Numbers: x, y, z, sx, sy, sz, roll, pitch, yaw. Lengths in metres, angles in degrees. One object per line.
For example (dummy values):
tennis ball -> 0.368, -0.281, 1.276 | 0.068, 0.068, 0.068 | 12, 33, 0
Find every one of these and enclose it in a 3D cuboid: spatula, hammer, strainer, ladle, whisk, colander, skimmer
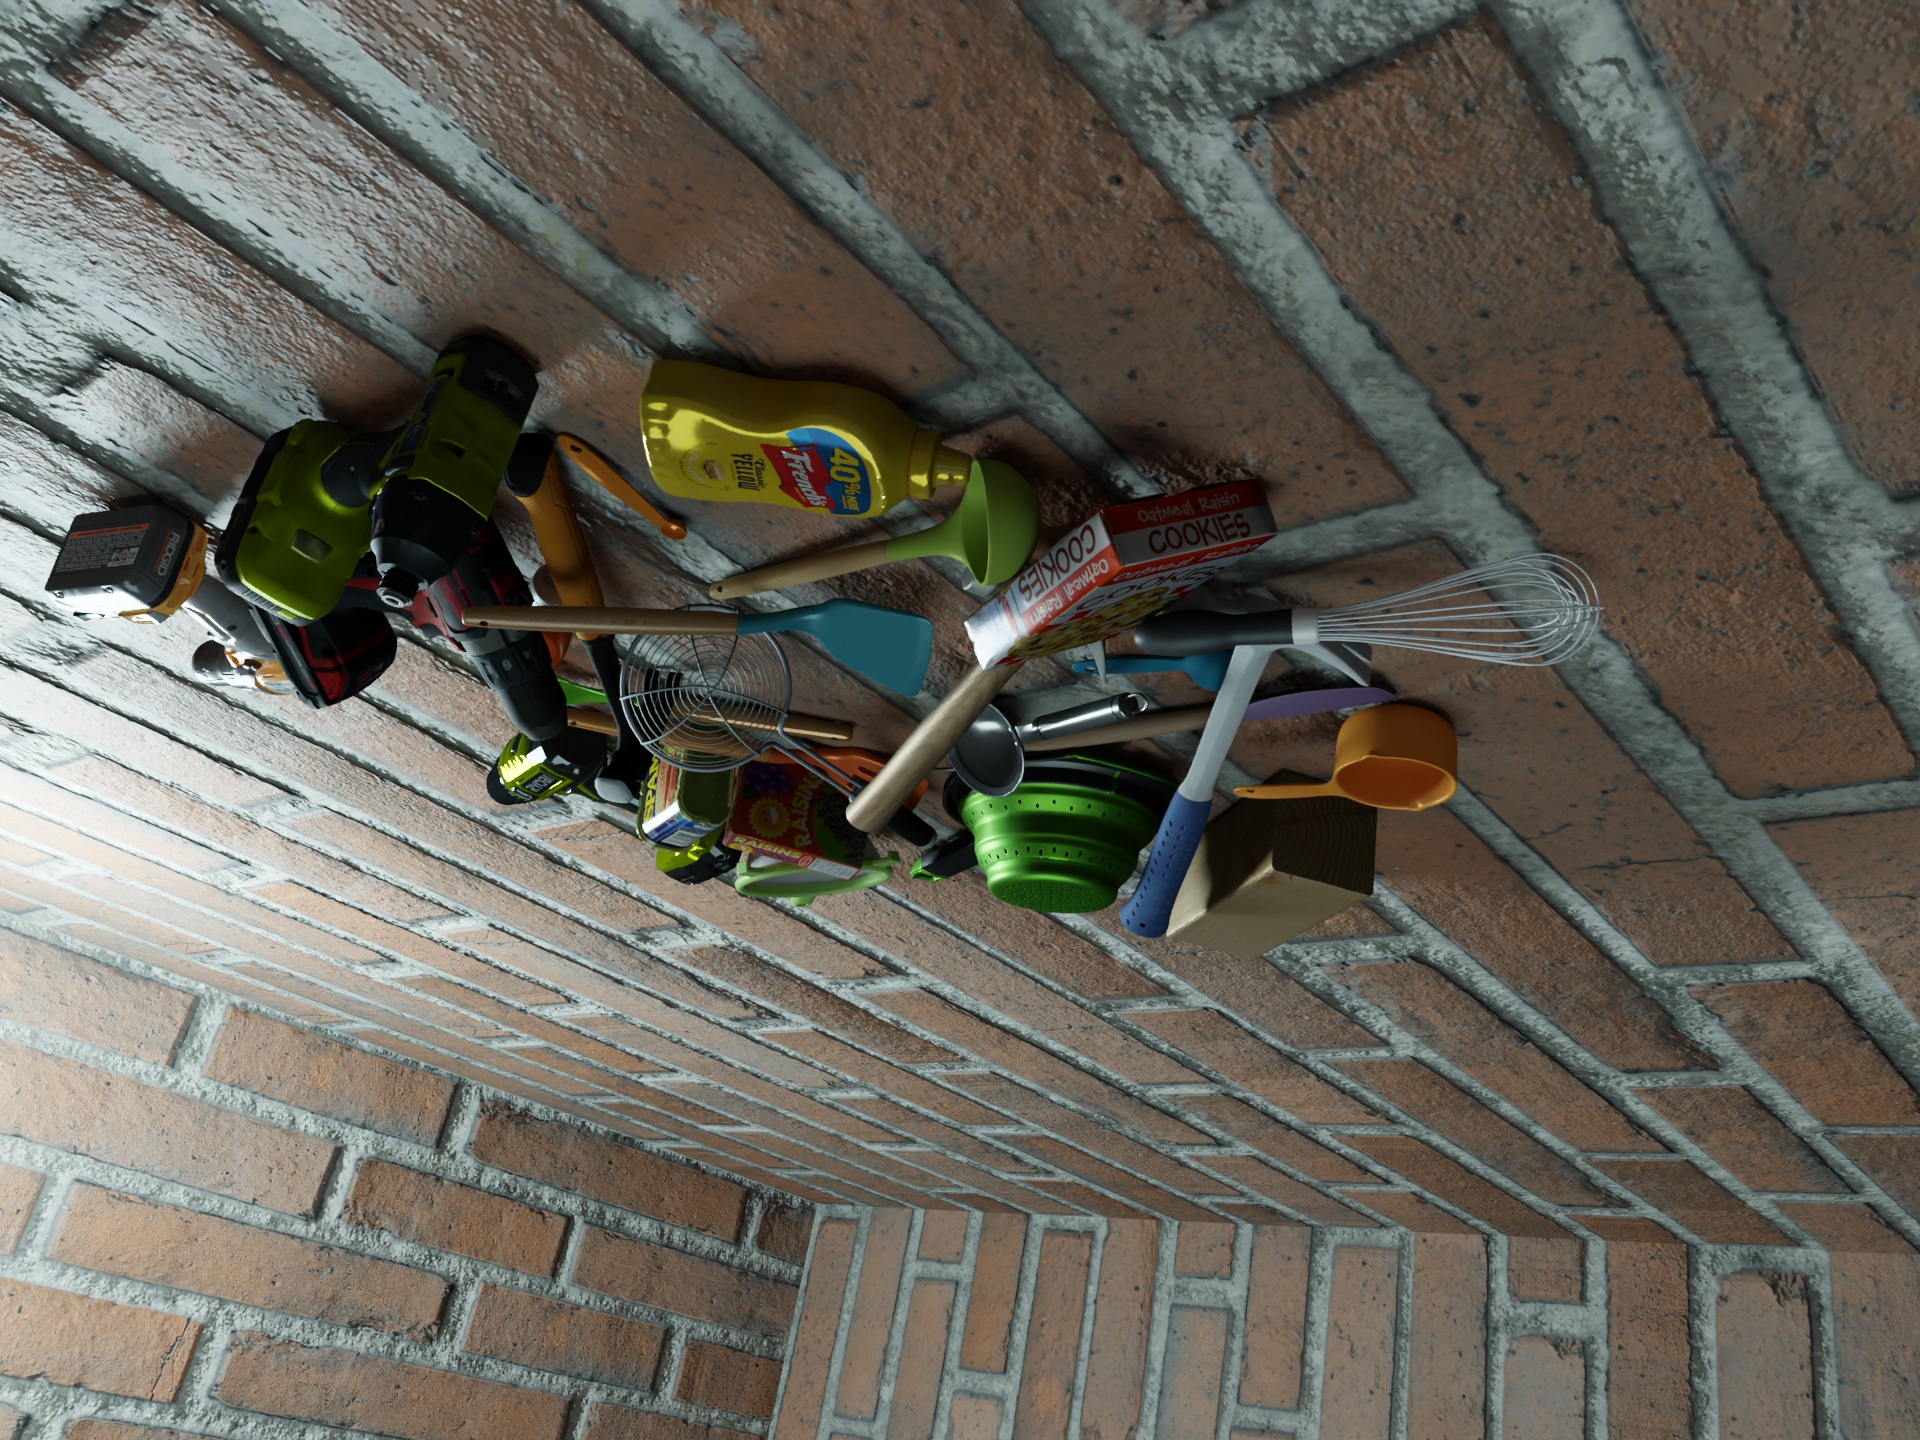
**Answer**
spatula -> -0.186, 0.031, 1.361 | 0.322, 0.041, 0.081 | 12, 139, -24
hammer -> 0.185, 0.050, 1.195 | 0.144, 0.035, 0.405 | 14, 142, 3
strainer -> -0.151, 0.138, 1.579 | 0.151, 0.069, 0.256 | -3, 166, -11
ladle -> -0.072, -0.109, 1.052 | 0.320, 0.078, 0.062 | -7, 176, 43
whisk -> 0.248, -0.061, 0.991 | 0.284, 0.070, 0.070 | -3, 151, 18
hammer -> -0.002, -0.004, 1.188 | 0.130, 0.031, 0.331 | 20, 140, -19
colander -> 0.046, 0.132, 1.433 | 0.204, 0.095, 0.397 | 16, 156, -22
spatula -> 0.173, -0.001, 1.210 | 0.316, 0.018, 0.059 | -9, 164, 36
skimmer -> -0.131, 0.025, 1.303 | 0.090, 0.127, 0.362 | 31, 175, 35
strainer -> 0.062, 0.007, 1.219 | 0.050, 0.087, 0.258 | -26, -175, -34
spatula -> -0.180, -0.061, 1.100 | 0.317, 0.044, 0.082 | 1, 140, -11
hammer -> -0.268, -0.083, 1.161 | 0.034, 0.127, 0.336 | 8, 144, 10

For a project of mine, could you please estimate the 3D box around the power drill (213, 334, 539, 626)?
power drill -> -0.366, -0.135, 0.990 | 0.223, 0.171, 0.080 | -8, 148, 41

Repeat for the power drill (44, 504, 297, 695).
power drill -> -0.623, -0.085, 1.302 | 0.185, 0.084, 0.226 | -2, 156, 28

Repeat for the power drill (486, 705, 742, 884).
power drill -> -0.327, 0.074, 1.505 | 0.228, 0.080, 0.190 | 28, 149, -26

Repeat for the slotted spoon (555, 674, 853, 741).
slotted spoon -> -0.246, -0.012, 1.352 | 0.314, 0.031, 0.070 | 9, 157, 2

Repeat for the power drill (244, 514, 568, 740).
power drill -> -0.401, -0.063, 1.178 | 0.227, 0.080, 0.187 | -7, 117, 31

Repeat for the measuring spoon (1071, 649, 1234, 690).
measuring spoon -> 0.142, -0.033, 1.154 | 0.128, 0.021, 0.042 | -1, 152, 19

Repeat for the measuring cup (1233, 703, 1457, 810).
measuring cup -> 0.286, 0.028, 1.191 | 0.174, 0.052, 0.095 | -7, 149, 37

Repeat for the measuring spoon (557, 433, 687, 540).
measuring spoon -> -0.226, -0.158, 1.069 | 0.021, 0.011, 0.116 | -10, 144, 37
